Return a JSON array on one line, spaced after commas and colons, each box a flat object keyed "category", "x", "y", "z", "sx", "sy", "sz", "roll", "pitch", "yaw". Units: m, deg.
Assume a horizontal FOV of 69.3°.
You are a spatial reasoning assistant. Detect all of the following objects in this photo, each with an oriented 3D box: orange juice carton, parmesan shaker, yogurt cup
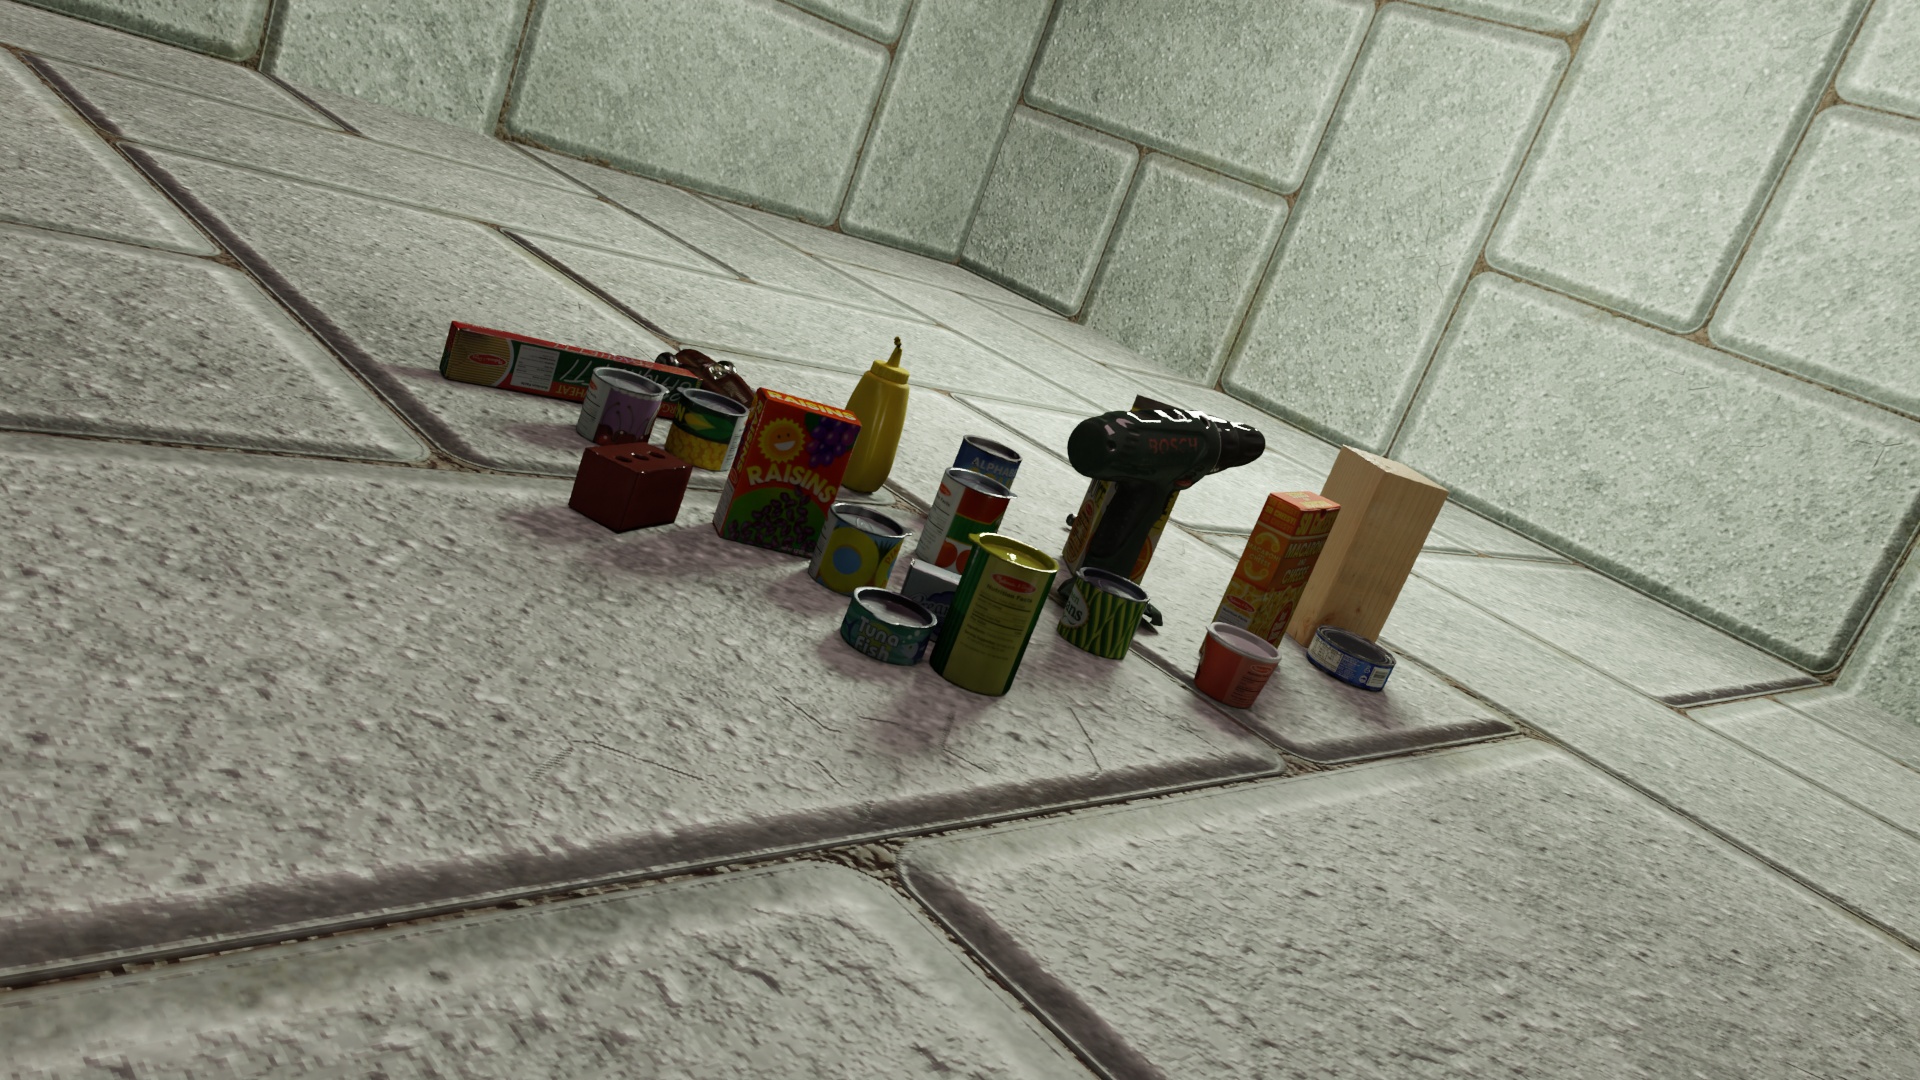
[{"category": "orange juice carton", "x": 0.175, "y": -0.050, "z": 1.413, "sx": 0.072, "sy": 0.192, "sz": 0.073, "roll": 18, "pitch": 15, "yaw": -12}, {"category": "parmesan shaker", "x": 0.021, "y": 0.053, "z": 1.028, "sx": 0.071, "sy": 0.102, "sz": 0.071, "roll": 20, "pitch": 15, "yaw": -5}, {"category": "yogurt cup", "x": 0.239, "y": 0.110, "z": 1.212, "sx": 0.072, "sy": 0.053, "sz": 0.072, "roll": 20, "pitch": 15, "yaw": -5}]

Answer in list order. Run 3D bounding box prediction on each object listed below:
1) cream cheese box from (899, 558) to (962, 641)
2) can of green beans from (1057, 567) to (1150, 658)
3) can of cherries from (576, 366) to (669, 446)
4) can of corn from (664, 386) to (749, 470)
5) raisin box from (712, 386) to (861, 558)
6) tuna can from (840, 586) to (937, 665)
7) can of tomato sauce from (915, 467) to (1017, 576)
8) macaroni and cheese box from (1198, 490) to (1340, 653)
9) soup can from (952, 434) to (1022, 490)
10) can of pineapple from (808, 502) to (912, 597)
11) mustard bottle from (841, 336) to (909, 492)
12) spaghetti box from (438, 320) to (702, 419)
[{"category": "cream cheese box", "x": 0.002, "y": 0.057, "z": 1.082, "sx": 0.104, "sy": 0.053, "sz": 0.024, "roll": 21, "pitch": 15, "yaw": -2}, {"category": "can of green beans", "x": 0.125, "y": 0.063, "z": 1.214, "sx": 0.071, "sy": 0.057, "sz": 0.071, "roll": 20, "pitch": 15, "yaw": -5}, {"category": "can of cherries", "x": -0.307, "y": -0.118, "z": 1.263, "sx": 0.071, "sy": 0.058, "sz": 0.072, "roll": 20, "pitch": 15, "yaw": -5}, {"category": "can of corn", "x": -0.241, "y": -0.105, "z": 1.305, "sx": 0.071, "sy": 0.058, "sz": 0.071, "roll": 20, "pitch": 15, "yaw": -5}, {"category": "raisin box", "x": -0.143, "y": -0.055, "z": 1.142, "sx": 0.086, "sy": 0.123, "sz": 0.040, "roll": 15, "pitch": 16, "yaw": -23}, {"category": "tuna can", "x": -0.054, "y": 0.064, "z": 1.026, "sx": 0.071, "sy": 0.032, "sz": 0.071, "roll": 20, "pitch": 15, "yaw": -5}, {"category": "can of tomato sauce", "x": 0.005, "y": -0.016, "z": 1.279, "sx": 0.071, "sy": 0.083, "sz": 0.071, "roll": 20, "pitch": 15, "yaw": -5}, {"category": "macaroni and cheese box", "x": 0.300, "y": 0.036, "z": 1.333, "sx": 0.040, "sy": 0.166, "sz": 0.124, "roll": 29, "pitch": 17, "yaw": 27}, {"category": "soup can", "x": 0.021, "y": -0.058, "z": 1.442, "sx": 0.071, "sy": 0.083, "sz": 0.071, "roll": 20, "pitch": 15, "yaw": -5}, {"category": "can of pineapple", "x": -0.082, "y": 0.009, "z": 1.126, "sx": 0.071, "sy": 0.057, "sz": 0.071, "roll": 20, "pitch": 15, "yaw": -5}, {"category": "mustard bottle", "x": -0.084, "y": -0.129, "z": 1.402, "sx": 0.065, "sy": 0.159, "sz": 0.049, "roll": 32, "pitch": 18, "yaw": 35}, {"category": "spaghetti box", "x": -0.370, "y": -0.160, "z": 1.338, "sx": 0.250, "sy": 0.050, "sz": 0.029, "roll": 8, "pitch": 20, "yaw": -40}]
